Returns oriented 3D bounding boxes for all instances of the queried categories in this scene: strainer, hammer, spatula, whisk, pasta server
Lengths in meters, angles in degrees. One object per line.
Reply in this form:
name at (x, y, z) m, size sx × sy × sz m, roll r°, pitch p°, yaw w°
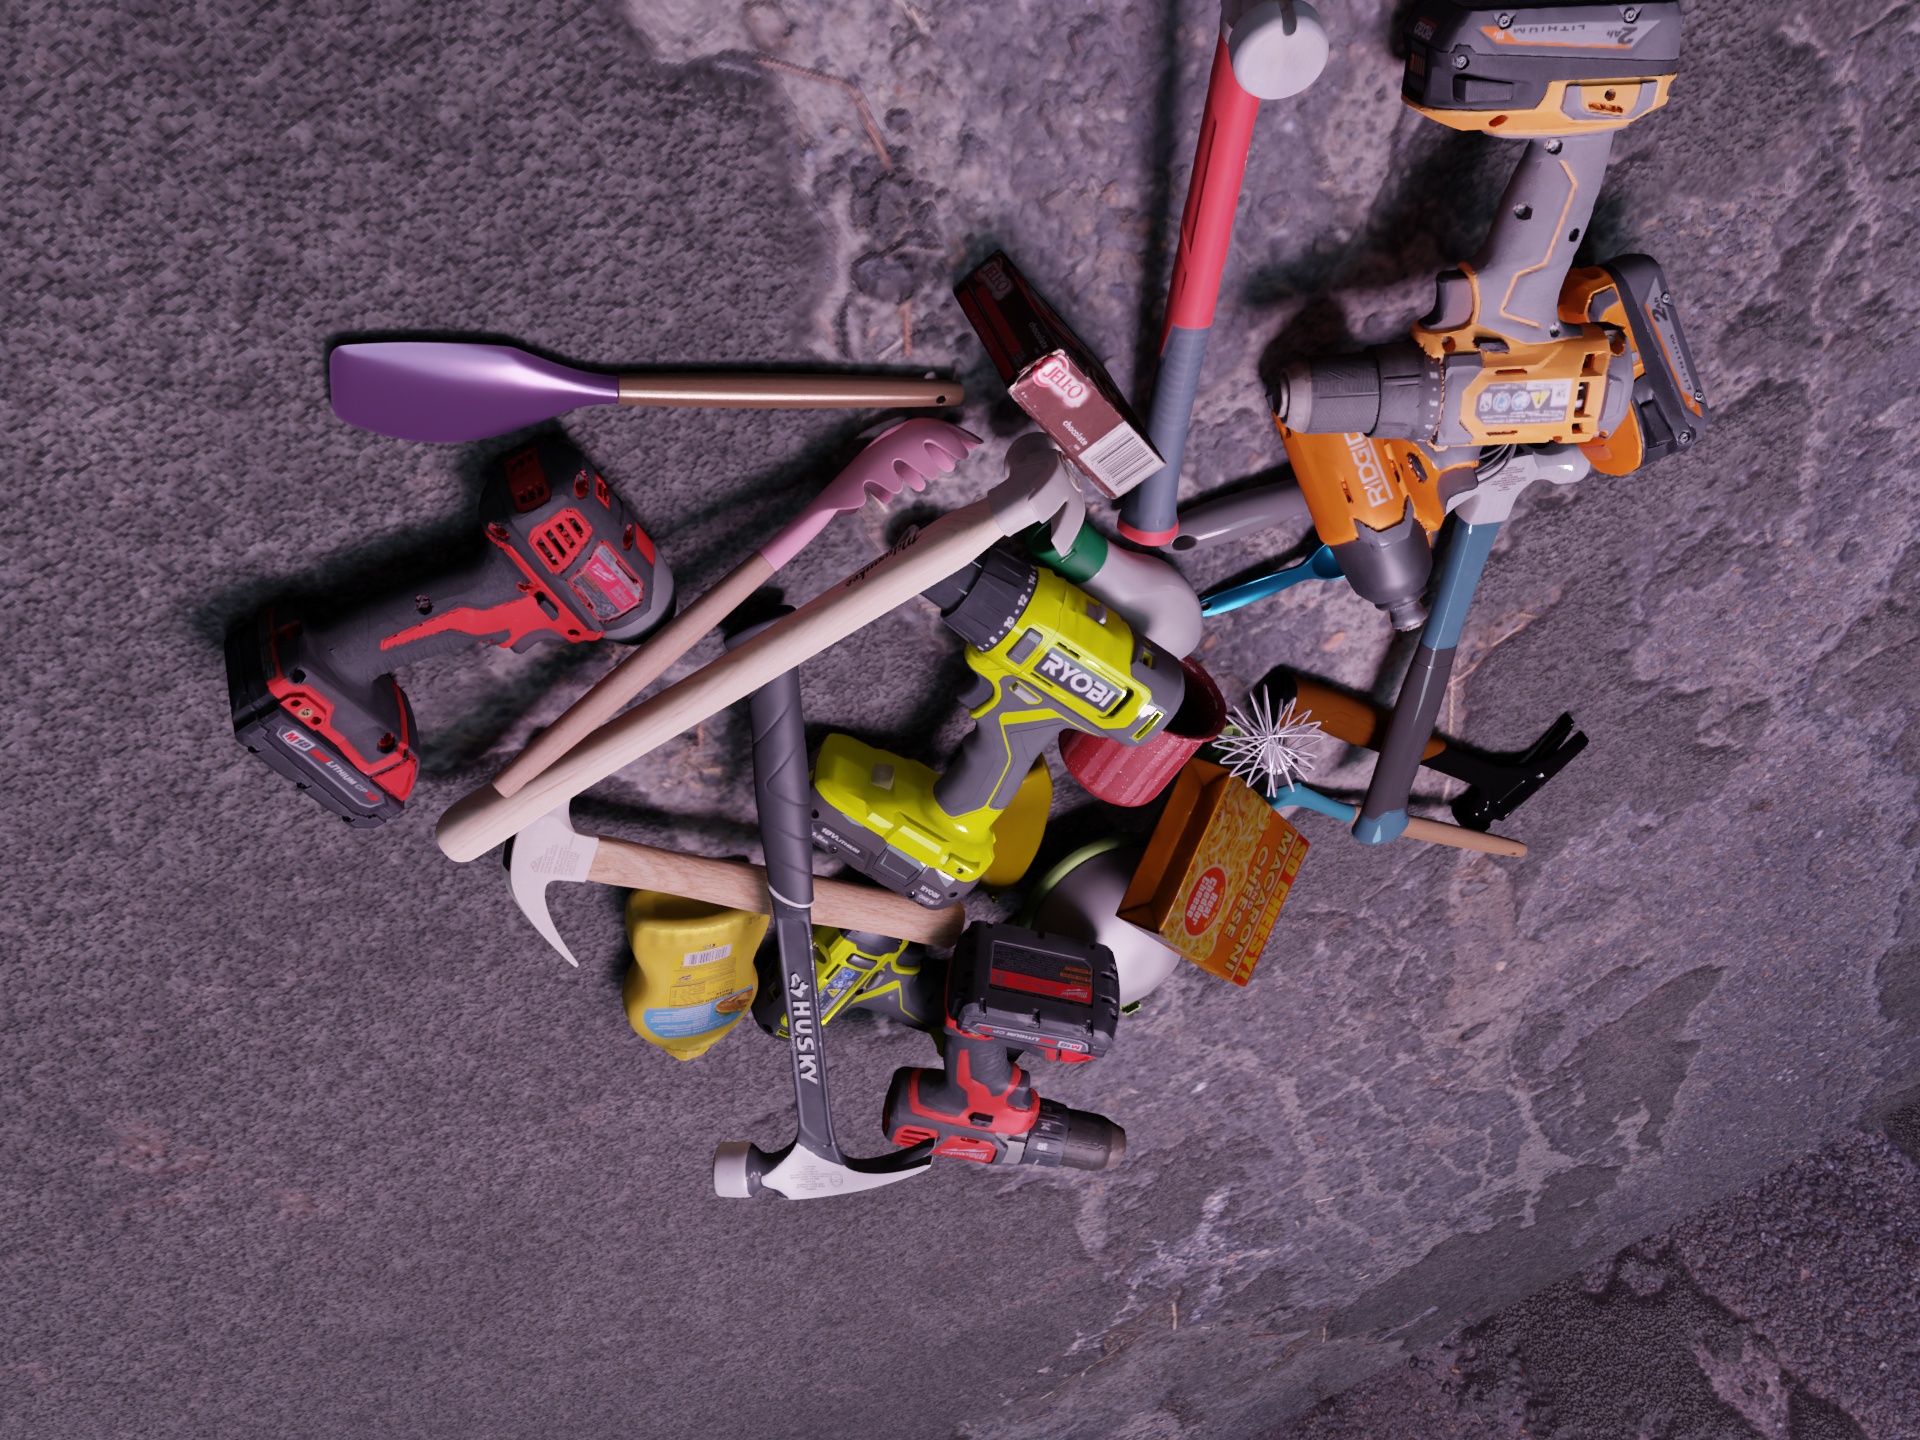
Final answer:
strainer at (0.146, 0.118, 1.169) m, size 0.151 × 0.069 × 0.256 m, roll 22°, pitch 105°, yaw -35°
hammer at (-0.137, 0.111, 1.039) m, size 0.331 × 0.031 × 0.130 m, roll 16°, pitch 96°, yaw -33°
spatula at (-0.147, -0.164, 0.799) m, size 0.315 × 0.018 × 0.059 m, roll -4°, pitch 140°, yaw -21°
hammer at (-0.117, -0.026, 0.857) m, size 0.410 × 0.146 × 0.038 m, roll -30°, pitch 108°, yaw 12°
whisk at (0.215, 0.022, 1.088) m, size 0.070 × 0.070 × 0.284 m, roll -31°, pitch 169°, yaw 8°
hammer at (-0.100, 0.126, 0.994) m, size 0.149 × 0.036 × 0.408 m, roll -1°, pitch 111°, yaw 6°
hammer at (0.117, -0.231, 0.812) m, size 0.038 × 0.143 × 0.386 m, roll -3°, pitch 150°, yaw -3°
hammer at (0.336, -0.045, 1.125) m, size 0.128 × 0.033 × 0.330 m, roll -8°, pitch 129°, yaw -19°
hammer at (0.353, 0.013, 1.234) m, size 0.336 × 0.034 × 0.127 m, roll 16°, pitch 127°, yaw -38°
spatula at (0.335, 0.089, 1.281) m, size 0.317 × 0.044 × 0.082 m, roll 11°, pitch 144°, yaw -23°
pasta server at (-0.119, -0.062, 0.850) m, size 0.316 × 0.060 × 0.040 m, roll -41°, pitch 97°, yaw -5°
whisk at (0.235, -0.146, 0.993) m, size 0.239 × 0.055 × 0.055 m, roll -18°, pitch 141°, yaw -1°

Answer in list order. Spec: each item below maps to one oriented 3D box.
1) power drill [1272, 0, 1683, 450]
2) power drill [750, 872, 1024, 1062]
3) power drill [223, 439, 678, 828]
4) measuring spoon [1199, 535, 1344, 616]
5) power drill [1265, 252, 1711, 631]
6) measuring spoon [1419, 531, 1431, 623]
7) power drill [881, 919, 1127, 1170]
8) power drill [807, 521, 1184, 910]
power drill at (0.258, -0.246, 0.812) m, size 0.185 × 0.084 × 0.226 m, roll -3°, pitch 121°, yaw -1°
power drill at (-0.026, 0.188, 1.210) m, size 0.223 × 0.080 × 0.171 m, roll 23°, pitch 117°, yaw -39°
power drill at (-0.258, -0.042, 0.839) m, size 0.219 × 0.079 × 0.143 m, roll -30°, pitch 141°, yaw 3°
measuring spoon at (0.207, -0.099, 1.056) m, size 0.128 × 0.021 × 0.042 m, roll -20°, pitch 142°, yaw 10°
power drill at (0.309, -0.161, 0.929) m, size 0.226 × 0.084 × 0.164 m, roll -23°, pitch 98°, yaw -3°
measuring spoon at (0.318, -0.103, 1.105) m, size 0.021 × 0.011 × 0.116 m, roll -21°, pitch 141°, yaw -3°
power drill at (0.052, 0.255, 1.160) m, size 0.188 × 0.080 × 0.226 m, roll 13°, pitch 134°, yaw -5°
power drill at (-0.002, -0.003, 0.983) m, size 0.190 × 0.080 × 0.228 m, roll 32°, pitch 121°, yaw -16°
